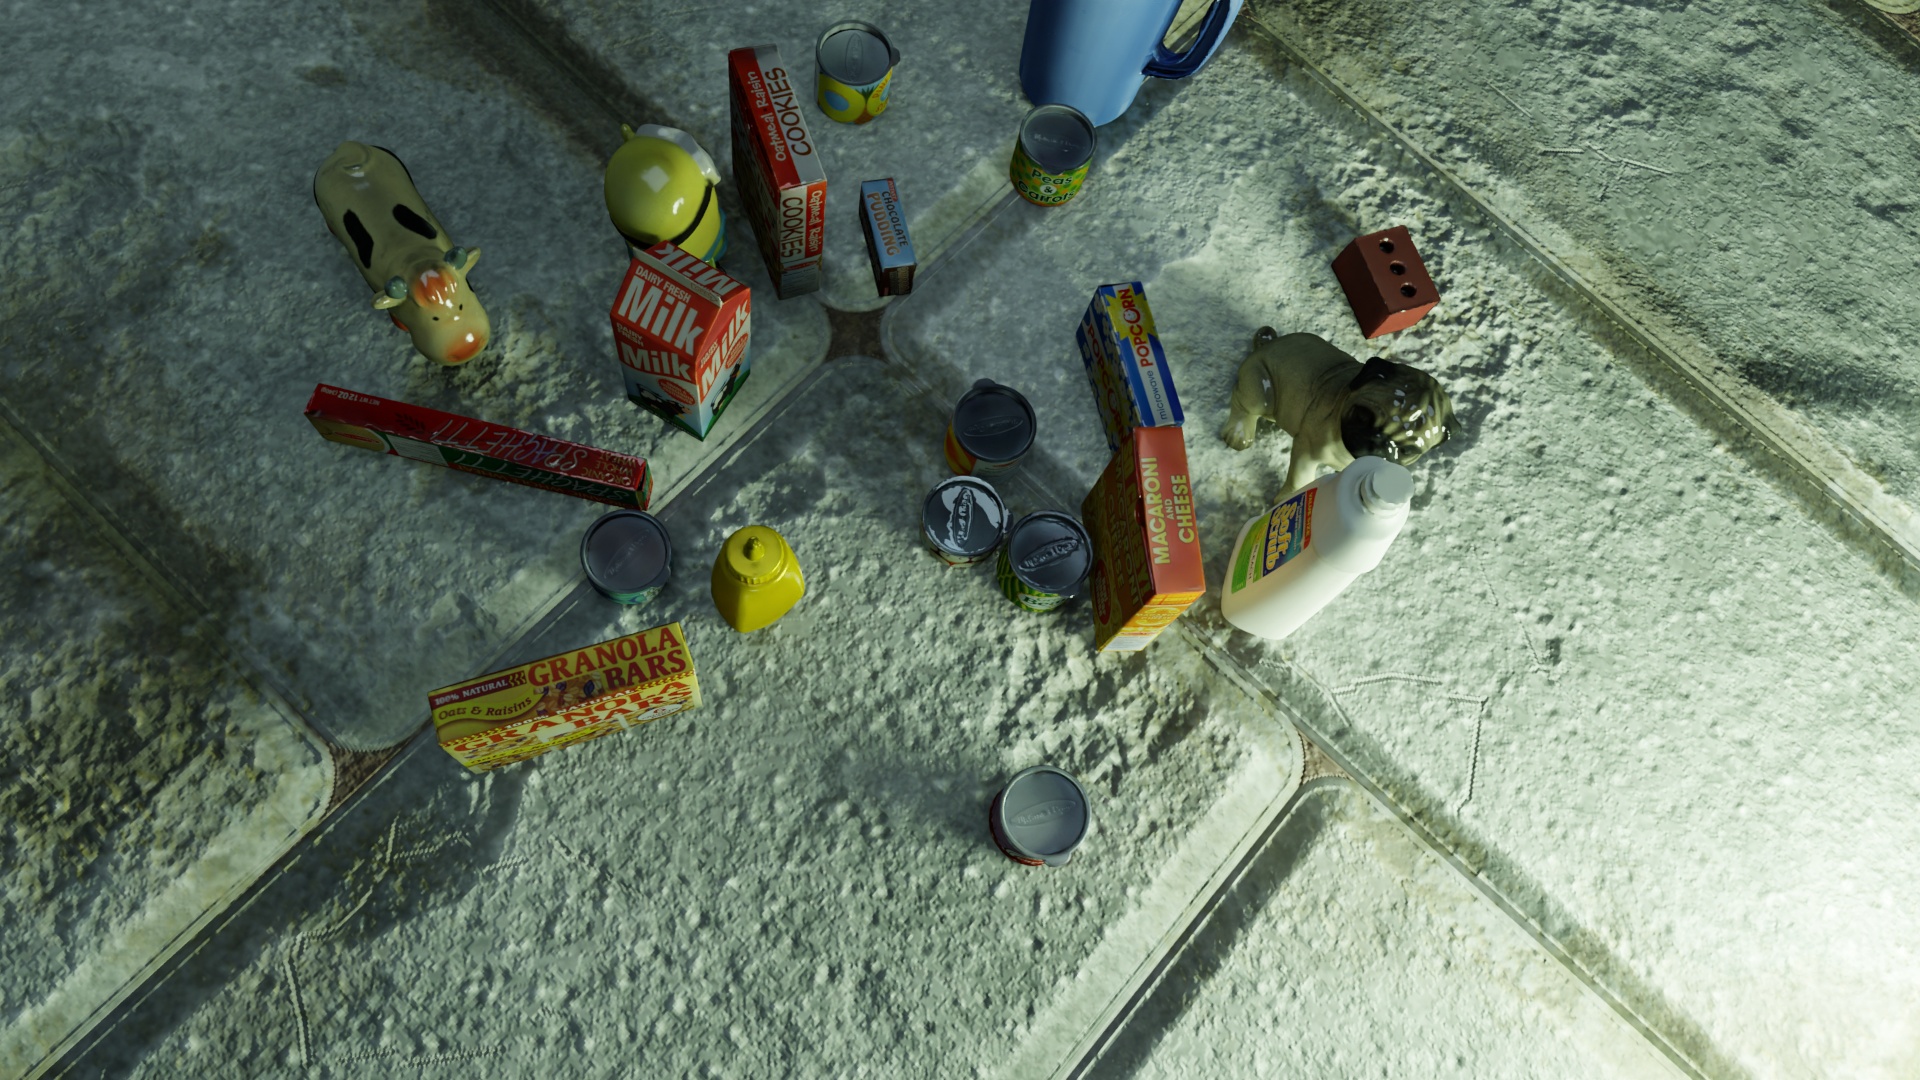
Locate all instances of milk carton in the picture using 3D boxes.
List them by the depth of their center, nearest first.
[{"bbox_3d":[-0.202,-0.150,1.013,0.072,0.190,0.074,30,71,3],"label":"milk carton"}]

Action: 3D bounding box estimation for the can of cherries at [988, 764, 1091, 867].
[{"bbox_3d":[0.056,0.201,1.000,0.071,0.058,0.071,2,71,-7],"label":"can of cherries"}]

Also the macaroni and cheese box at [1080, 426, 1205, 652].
[{"bbox_3d":[0.129,0.004,1.020,0.040,0.166,0.124,-2,72,-8],"label":"macaroni and cheese box"}]

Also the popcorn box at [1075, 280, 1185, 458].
[{"bbox_3d":[0.134,-0.131,1.109,0.038,0.085,0.127,-11,74,-11],"label":"popcorn box"}]

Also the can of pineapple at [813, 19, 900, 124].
[{"bbox_3d":[-0.090,-0.397,1.183,0.071,0.057,0.071,2,71,-7],"label":"can of pineapple"}]

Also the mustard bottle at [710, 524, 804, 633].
[{"bbox_3d":[-0.144,0.021,0.979,0.065,0.159,0.049,-33,79,-16],"label":"mustard bottle"}]

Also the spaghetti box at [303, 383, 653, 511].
[{"bbox_3d":[-0.355,-0.068,1.038,0.250,0.050,0.029,13,71,-3],"label":"spaghetti box"}]

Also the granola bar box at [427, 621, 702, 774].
[{"bbox_3d":[-0.265,0.108,0.952,0.166,0.123,0.039,-16,75,-13],"label":"granola bar box"}]

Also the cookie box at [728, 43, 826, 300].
[{"bbox_3d":[-0.144,-0.281,1.078,0.040,0.167,0.123,-17,75,-13],"label":"cookie box"}]

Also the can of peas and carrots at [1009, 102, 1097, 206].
[{"bbox_3d":[0.078,-0.325,1.181,0.071,0.058,0.071,2,71,-7],"label":"can of peas and carrots"}]

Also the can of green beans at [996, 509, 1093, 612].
[{"bbox_3d":[0.064,0.017,1.064,0.071,0.057,0.071,2,71,-7],"label":"can of green beans"}]

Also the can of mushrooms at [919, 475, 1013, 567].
[{"bbox_3d":[0.004,-0.014,1.078,0.071,0.033,0.071,2,71,-7],"label":"can of mushrooms"}]

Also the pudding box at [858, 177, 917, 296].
[{"bbox_3d":[-0.060,-0.249,1.141,0.030,0.049,0.084,-11,73,-11],"label":"pudding box"}]

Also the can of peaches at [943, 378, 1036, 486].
[{"bbox_3d":[0.022,-0.084,1.092,0.071,0.058,0.071,2,71,-7],"label":"can of peaches"}]

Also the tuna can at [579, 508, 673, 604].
[{"bbox_3d":[-0.246,0.014,1.035,0.071,0.032,0.071,2,71,-7],"label":"tuna can"}]
